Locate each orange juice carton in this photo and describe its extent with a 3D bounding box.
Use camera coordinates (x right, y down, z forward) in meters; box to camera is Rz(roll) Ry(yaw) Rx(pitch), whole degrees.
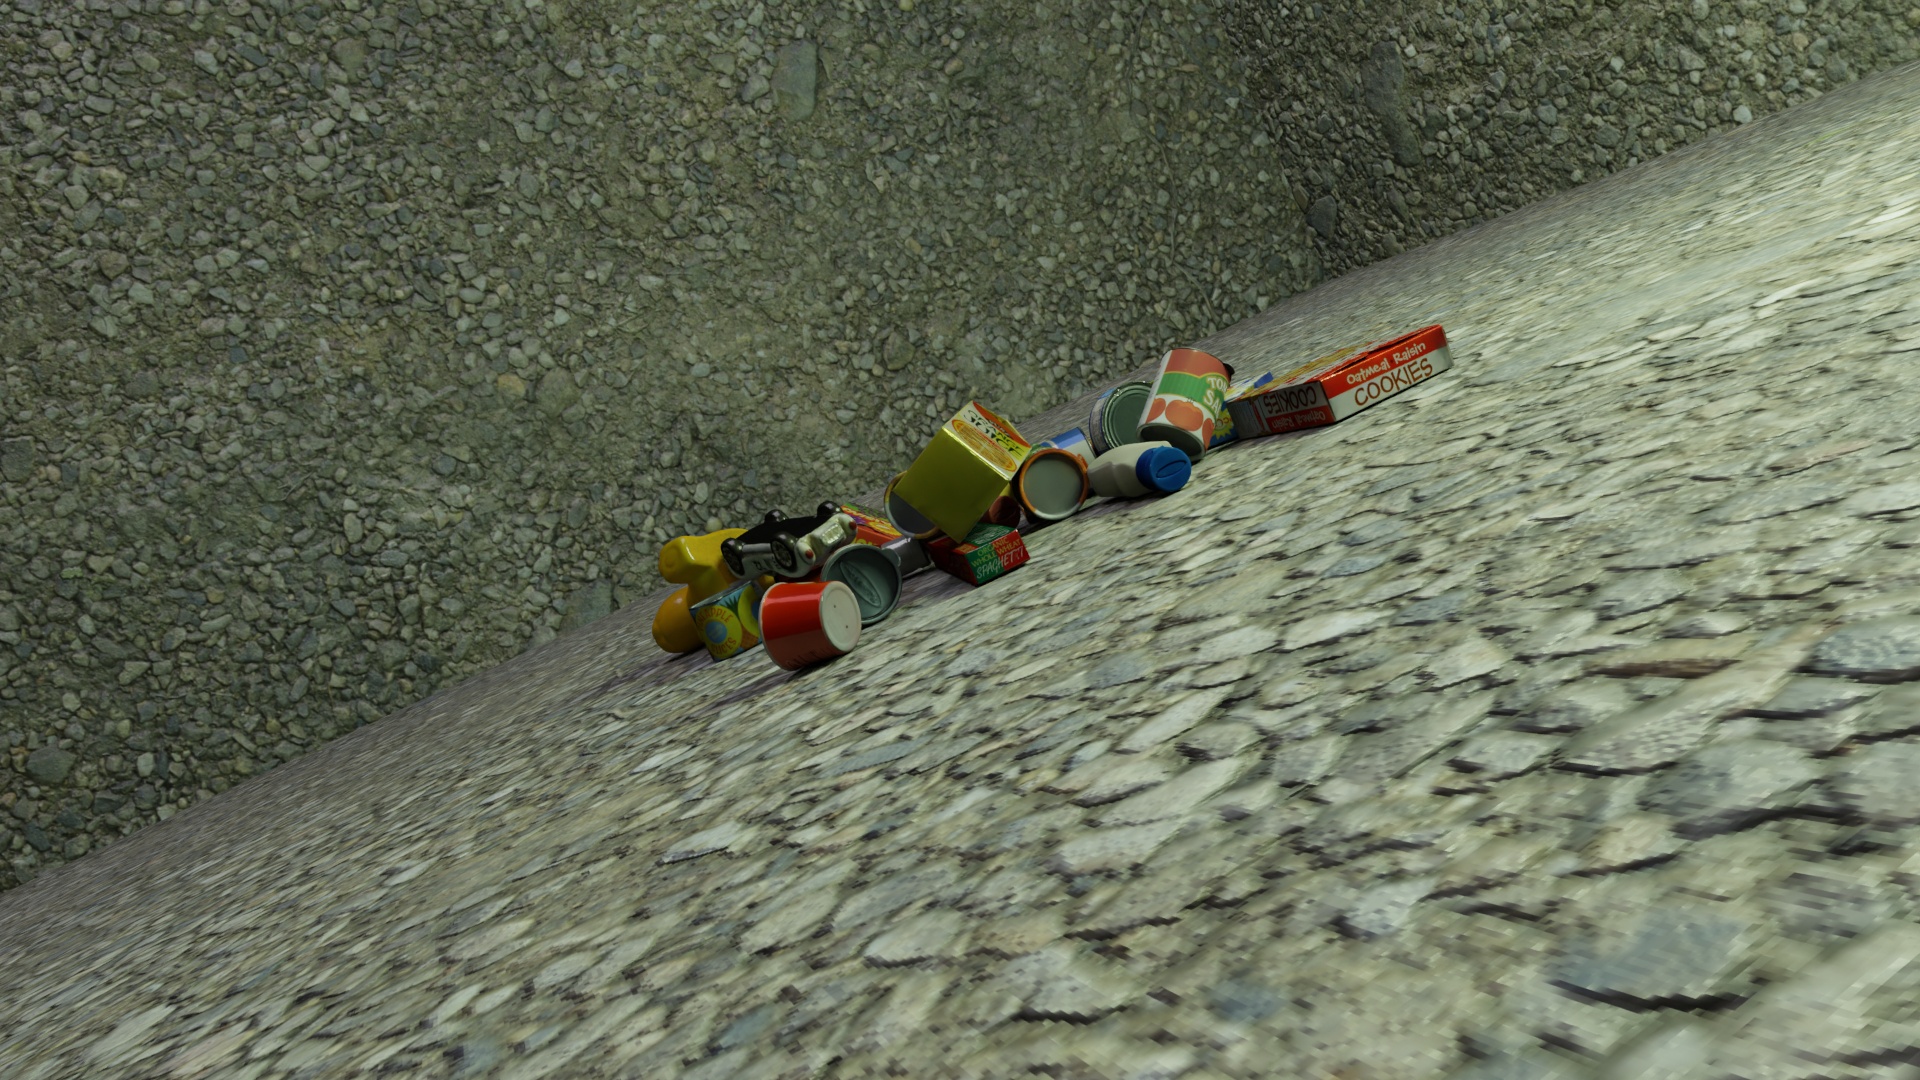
[{"bbox_3d":[0.008,-0.067,1.217,0.071,0.073,0.193,-51,1,17],"label":"orange juice carton"}]

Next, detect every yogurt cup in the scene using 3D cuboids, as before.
[{"bbox_3d":[-0.111,0.061,1.046,0.054,0.072,0.073,-12,11,28],"label":"yogurt cup"}]

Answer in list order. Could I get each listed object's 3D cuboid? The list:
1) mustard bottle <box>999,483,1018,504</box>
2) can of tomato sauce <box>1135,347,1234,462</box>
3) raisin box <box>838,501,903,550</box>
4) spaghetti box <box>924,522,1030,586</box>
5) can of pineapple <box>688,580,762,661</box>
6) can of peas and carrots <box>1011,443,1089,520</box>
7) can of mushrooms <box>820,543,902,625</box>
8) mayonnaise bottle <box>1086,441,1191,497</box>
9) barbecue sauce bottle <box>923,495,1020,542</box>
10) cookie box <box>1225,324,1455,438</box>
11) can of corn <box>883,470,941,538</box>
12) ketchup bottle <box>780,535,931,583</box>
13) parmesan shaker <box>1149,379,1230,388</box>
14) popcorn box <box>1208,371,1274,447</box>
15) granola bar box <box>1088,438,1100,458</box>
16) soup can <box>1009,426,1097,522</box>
[{"bbox_3d":[0.028,-0.050,1.511,0.161,0.065,0.048,-20,7,-28],"label":"mustard bottle"},{"bbox_3d":[0.204,-0.122,1.256,0.071,0.071,0.083,-16,47,57],"label":"can of tomato sauce"},{"bbox_3d":[-0.096,-0.005,1.482,0.086,0.040,0.123,19,11,4],"label":"raisin box"},{"bbox_3d":[0.011,0.008,1.200,0.050,0.028,0.250,-26,6,-7],"label":"spaghetti box"},{"bbox_3d":[-0.224,0.079,1.352,0.071,0.058,0.071,-24,6,3],"label":"can of pineapple"},{"bbox_3d":[0.082,-0.055,1.281,0.071,0.071,0.059,-24,6,-2],"label":"can of peas and carrots"},{"bbox_3d":[-0.080,0.034,1.140,0.071,0.071,0.033,-25,4,-8],"label":"can of mushrooms"},{"bbox_3d":[0.156,-0.060,1.186,0.065,0.041,0.148,-25,7,-8],"label":"mayonnaise bottle"},{"bbox_3d":[0.005,-0.017,1.382,0.065,0.043,0.148,-26,6,-31],"label":"barbecue sauce bottle"},{"bbox_3d":[0.321,-0.135,1.191,0.123,0.040,0.167,-25,6,-14],"label":"cookie box"},{"bbox_3d":[-0.031,-0.040,1.315,0.071,0.071,0.058,-21,3,25],"label":"can of corn"},{"bbox_3d":[-0.103,0.034,1.343,0.149,0.043,0.065,-23,8,8],"label":"ketchup bottle"},{"bbox_3d":[0.246,-0.150,1.509,0.071,0.071,0.103,-25,6,-15],"label":"parmesan shaker"},{"bbox_3d":[0.255,-0.122,1.347,0.085,0.038,0.127,-20,7,30],"label":"popcorn box"},{"bbox_3d":[0.150,-0.089,1.464,0.166,0.039,0.124,-25,5,-15],"label":"granola bar box"},{"bbox_3d":[0.090,-0.064,1.348,0.084,0.071,0.071,-24,6,0],"label":"soup can"}]
